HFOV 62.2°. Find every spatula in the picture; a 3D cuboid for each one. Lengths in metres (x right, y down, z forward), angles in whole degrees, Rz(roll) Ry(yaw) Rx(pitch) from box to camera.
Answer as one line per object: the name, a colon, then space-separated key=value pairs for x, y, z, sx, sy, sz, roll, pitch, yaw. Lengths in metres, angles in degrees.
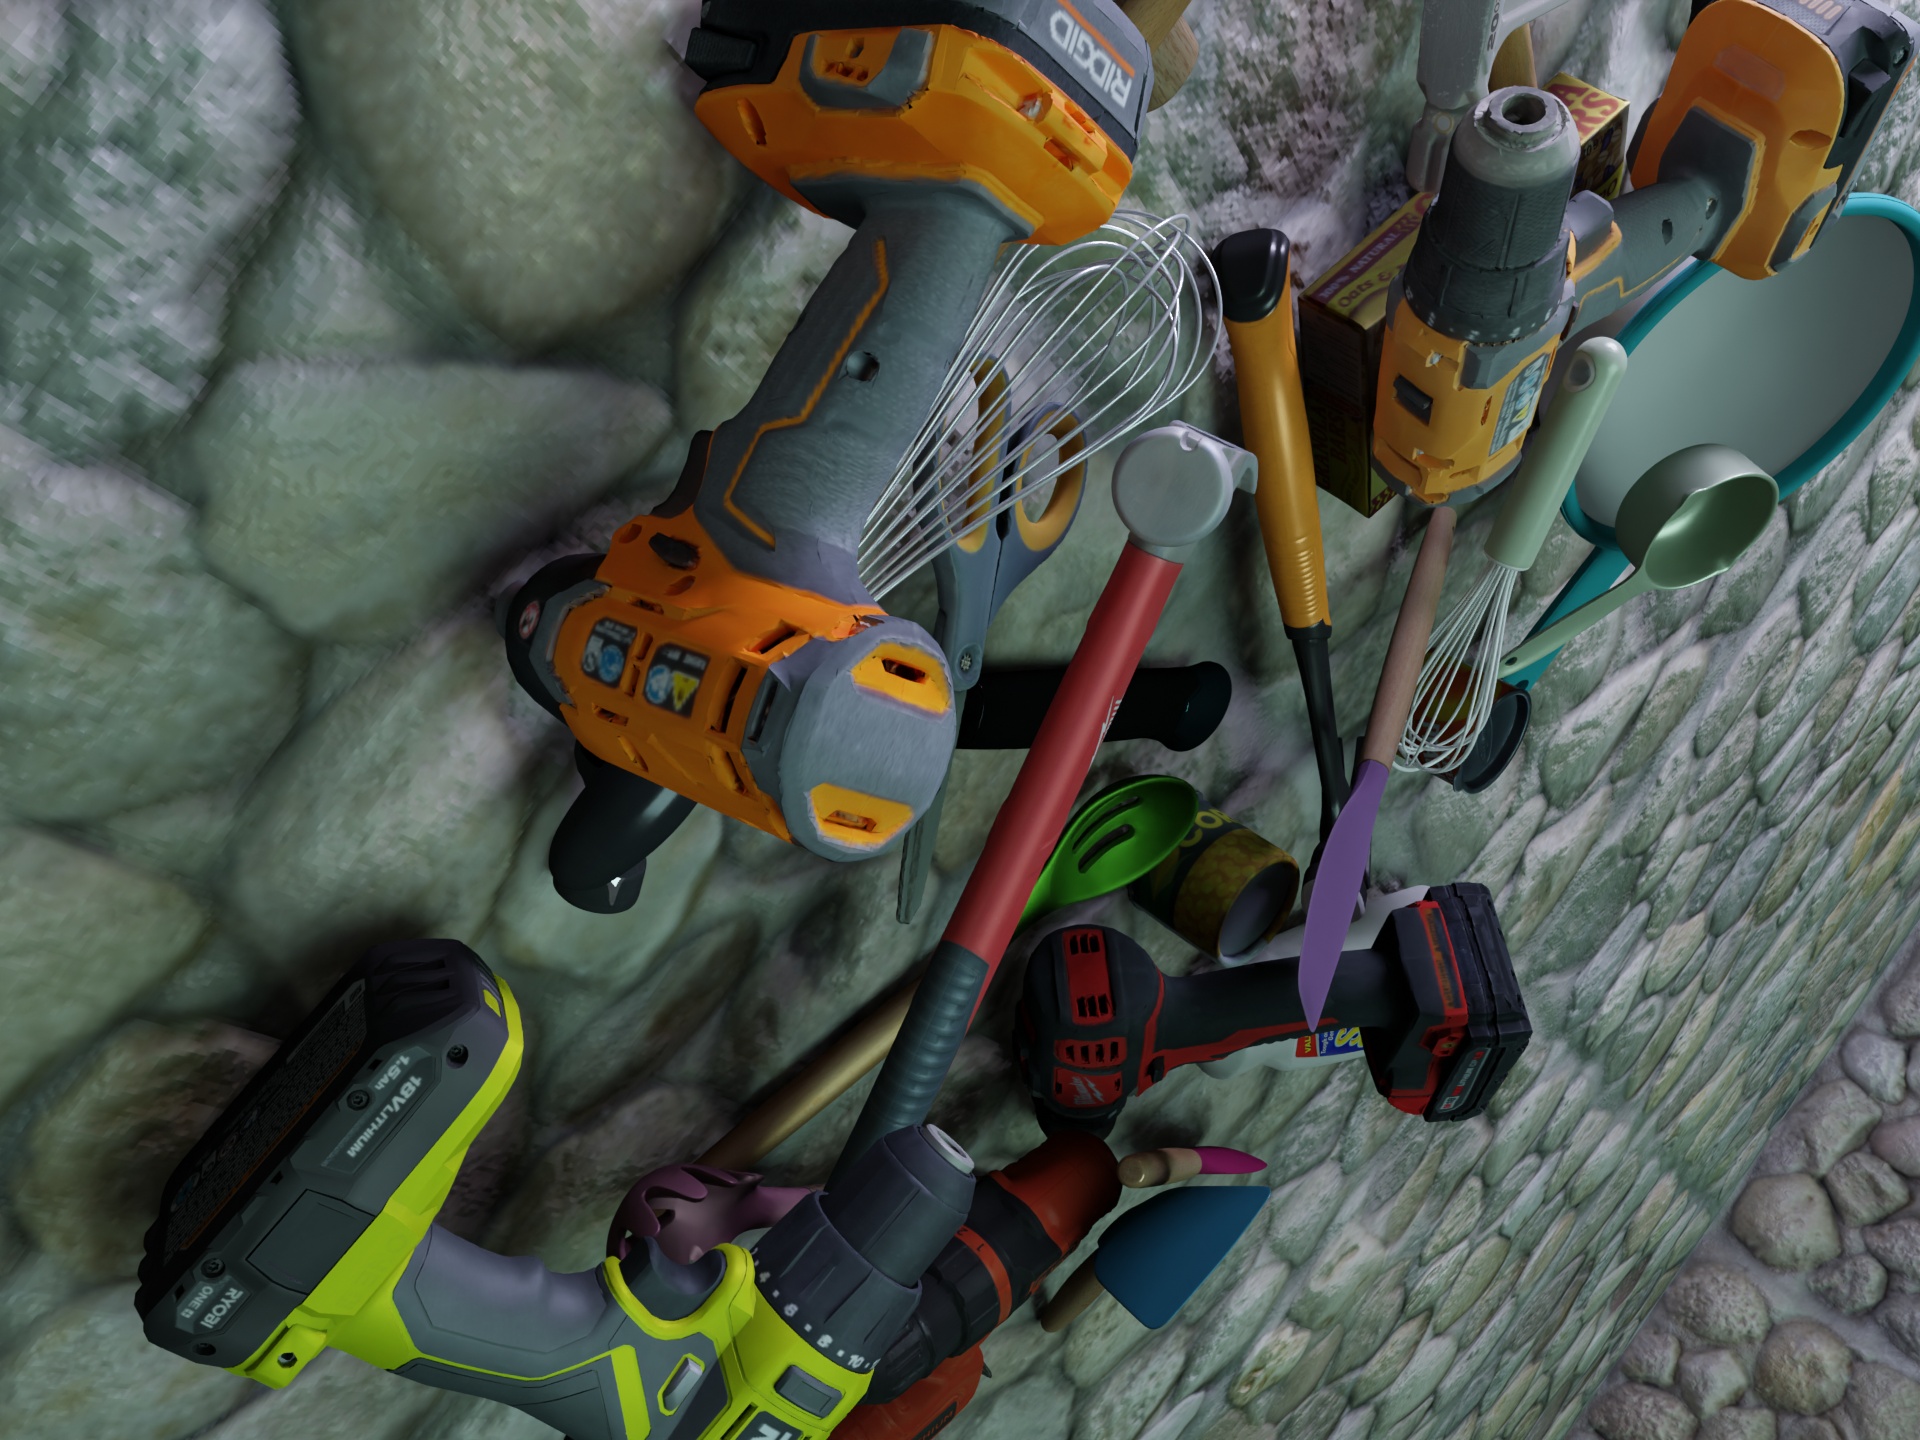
spatula: x=0.198 y=0.003 z=0.743 sx=0.316 sy=0.018 sz=0.059 roll=-63 pitch=144 yaw=-37
spatula: x=0.078 y=0.292 z=0.818 sx=0.082 sy=0.044 sz=0.317 roll=-42 pitch=163 yaw=-25

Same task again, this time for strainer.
strainer: x=0.363 y=-0.152 z=0.868 sx=0.211 sy=0.095 sz=0.340 roll=-1 pitch=137 yaw=-27

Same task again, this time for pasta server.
pasta server: x=-0.049 y=0.219 z=0.710 sx=0.316 sy=0.040 sz=0.060 roll=23 pitch=94 yaw=-57

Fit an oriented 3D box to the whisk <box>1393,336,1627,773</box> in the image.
whisk: x=0.271 y=-0.074 z=0.796 sx=0.059 sy=0.058 sz=0.246 roll=-2 pitch=126 yaw=-27

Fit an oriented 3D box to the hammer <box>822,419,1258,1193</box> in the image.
hammer: x=0.014 y=0.070 z=0.609 sx=0.386 sy=0.038 sz=0.143 roll=-66 pitch=170 yaw=14

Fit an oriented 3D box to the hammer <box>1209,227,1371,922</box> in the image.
hammer: x=0.157 y=-0.065 z=0.724 sx=0.127 sy=0.034 sz=0.336 roll=-70 pitch=150 yaw=-46

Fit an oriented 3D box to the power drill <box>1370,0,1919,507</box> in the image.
power drill: x=0.253 y=-0.201 z=0.604 sx=0.226 sy=0.084 sz=0.185 roll=-37 pitch=154 yaw=-11

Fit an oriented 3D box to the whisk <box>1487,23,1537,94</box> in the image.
whisk: x=0.207 y=-0.311 z=0.624 sx=0.051 sy=0.047 sz=0.244 roll=-52 pitch=144 yaw=-7

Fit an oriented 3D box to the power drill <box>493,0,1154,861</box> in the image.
power drill: x=-0.051 y=-0.091 z=0.438 sx=0.084 sy=0.164 sz=0.226 roll=20 pitch=89 yaw=-50

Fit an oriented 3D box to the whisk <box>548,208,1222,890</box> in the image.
whisk: x=-0.027 y=-0.052 z=0.495 sx=0.284 sy=0.070 sz=0.070 roll=-46 pitch=141 yaw=-1

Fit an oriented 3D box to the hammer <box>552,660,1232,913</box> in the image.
hammer: x=-0.001 y=-0.002 z=0.630 sx=0.331 sy=0.033 sz=0.128 roll=-3 pitch=119 yaw=-45

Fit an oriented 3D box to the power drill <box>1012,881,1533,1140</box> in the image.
power drill: x=0.138 y=0.155 z=0.769 sx=0.226 sy=0.080 sz=0.187 roll=-5 pitch=146 yaw=-1

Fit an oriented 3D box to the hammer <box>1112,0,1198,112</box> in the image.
hammer: x=-0.012 y=-0.284 z=0.422 sx=0.130 sy=0.031 sz=0.331 roll=-54 pitch=142 yaw=-3

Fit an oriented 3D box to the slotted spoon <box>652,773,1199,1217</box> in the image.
slotted spoon: x=-0.015 y=0.120 z=0.706 sx=0.314 sy=0.031 sz=0.070 roll=-37 pitch=140 yaw=-19

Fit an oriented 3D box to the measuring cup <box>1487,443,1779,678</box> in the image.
measuring cup: x=0.341 y=-0.081 z=0.831 sx=0.167 sy=0.038 sz=0.083 roll=-37 pitch=140 yaw=18

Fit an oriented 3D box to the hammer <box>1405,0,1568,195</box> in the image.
hammer: x=0.293 y=-0.342 z=0.656 sx=0.359 sy=0.037 sz=0.149 roll=-37 pitch=142 yaw=-34

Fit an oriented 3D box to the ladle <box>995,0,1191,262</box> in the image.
ladle: x=0.055 y=-0.217 z=0.496 sx=0.315 sy=0.031 sz=0.069 roll=-54 pitch=142 yaw=-2

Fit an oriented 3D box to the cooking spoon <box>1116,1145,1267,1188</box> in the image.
cooking spoon: x=0.117 y=0.234 z=0.842 sx=0.318 sy=0.069 sz=0.017 roll=41 pitch=47 yaw=-69

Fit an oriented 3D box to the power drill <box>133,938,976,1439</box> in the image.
power drill: x=-0.118 y=0.173 z=0.519 sx=0.228 sy=0.080 sz=0.190 roll=42 pitch=87 yaw=-27
